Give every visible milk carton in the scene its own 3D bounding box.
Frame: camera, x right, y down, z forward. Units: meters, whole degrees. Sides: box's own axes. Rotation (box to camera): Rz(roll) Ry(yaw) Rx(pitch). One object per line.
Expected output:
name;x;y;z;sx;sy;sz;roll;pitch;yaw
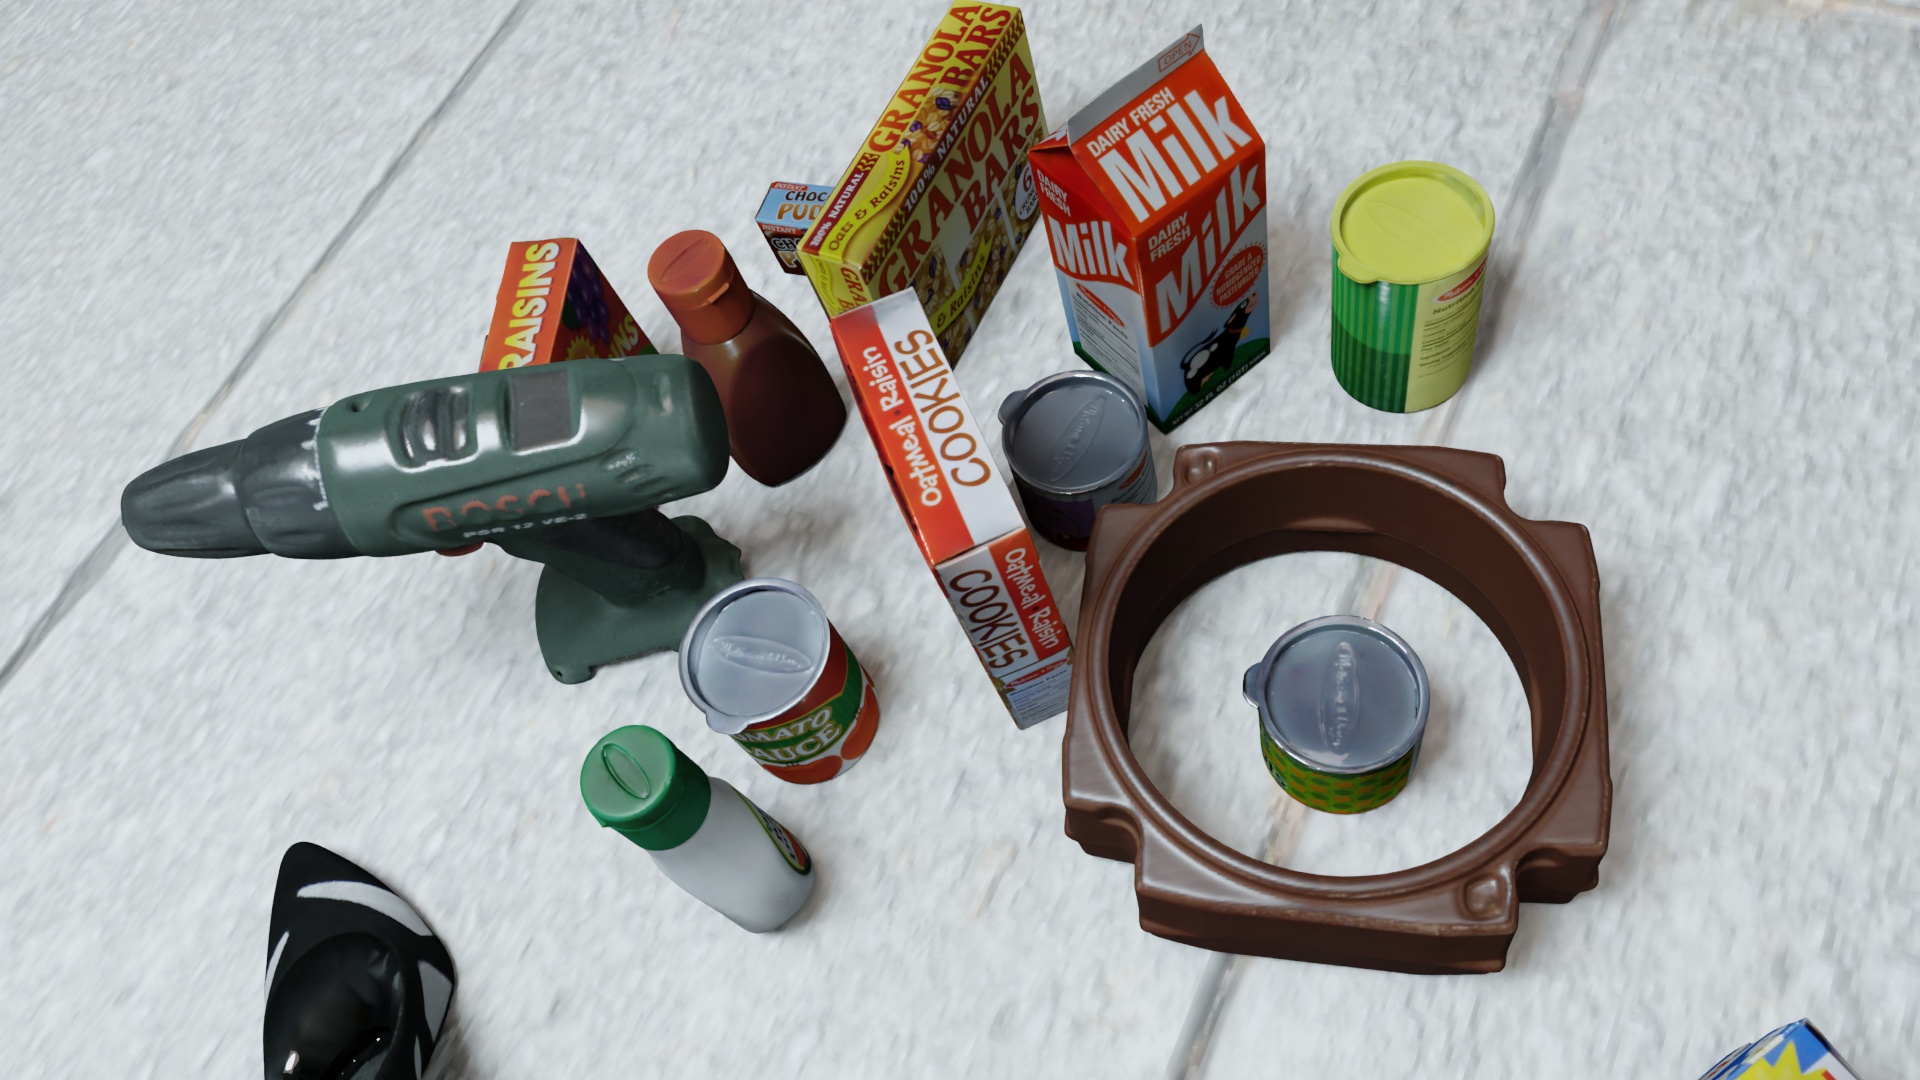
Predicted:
milk carton;0.087;-0.138;0.619;0.072;0.189;0.073;-38;60;-8

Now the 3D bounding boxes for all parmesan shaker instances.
parmesan shaker;0.198;-0.110;0.627;0.071;0.102;0.071;-6;61;11

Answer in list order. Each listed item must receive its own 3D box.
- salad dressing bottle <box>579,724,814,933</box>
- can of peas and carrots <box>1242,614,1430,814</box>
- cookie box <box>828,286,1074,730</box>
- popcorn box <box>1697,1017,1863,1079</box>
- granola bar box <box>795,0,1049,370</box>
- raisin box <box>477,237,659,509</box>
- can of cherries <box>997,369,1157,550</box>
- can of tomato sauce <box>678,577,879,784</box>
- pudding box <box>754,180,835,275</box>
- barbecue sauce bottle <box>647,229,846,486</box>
salad dressing bottle;-0.102;0.116;0.552;0.044;0.147;0.064;-43;61;-10
can of peas and carrots;0.152;0.072;0.565;0.071;0.058;0.071;-6;61;11
cookie box;0.002;-0.007;0.582;0.040;0.166;0.123;-25;59;0
popcorn box;0.230;0.215;0.452;0.127;0.085;0.038;-35;60;-6
granola bar box;-0.011;-0.165;0.697;0.039;0.123;0.166;19;68;23
raisin box;-0.187;-0.079;0.693;0.040;0.123;0.086;-3;62;12
can of cherries;0.055;-0.038;0.649;0.071;0.058;0.072;-6;61;11
can of tomato sauce;-0.077;0.065;0.611;0.071;0.082;0.071;-6;61;11
pudding box;-0.063;-0.166;0.753;0.084;0.049;0.030;11;66;19
barbecue sauce bottle;-0.102;-0.087;0.662;0.065;0.148;0.044;-45;61;-12
